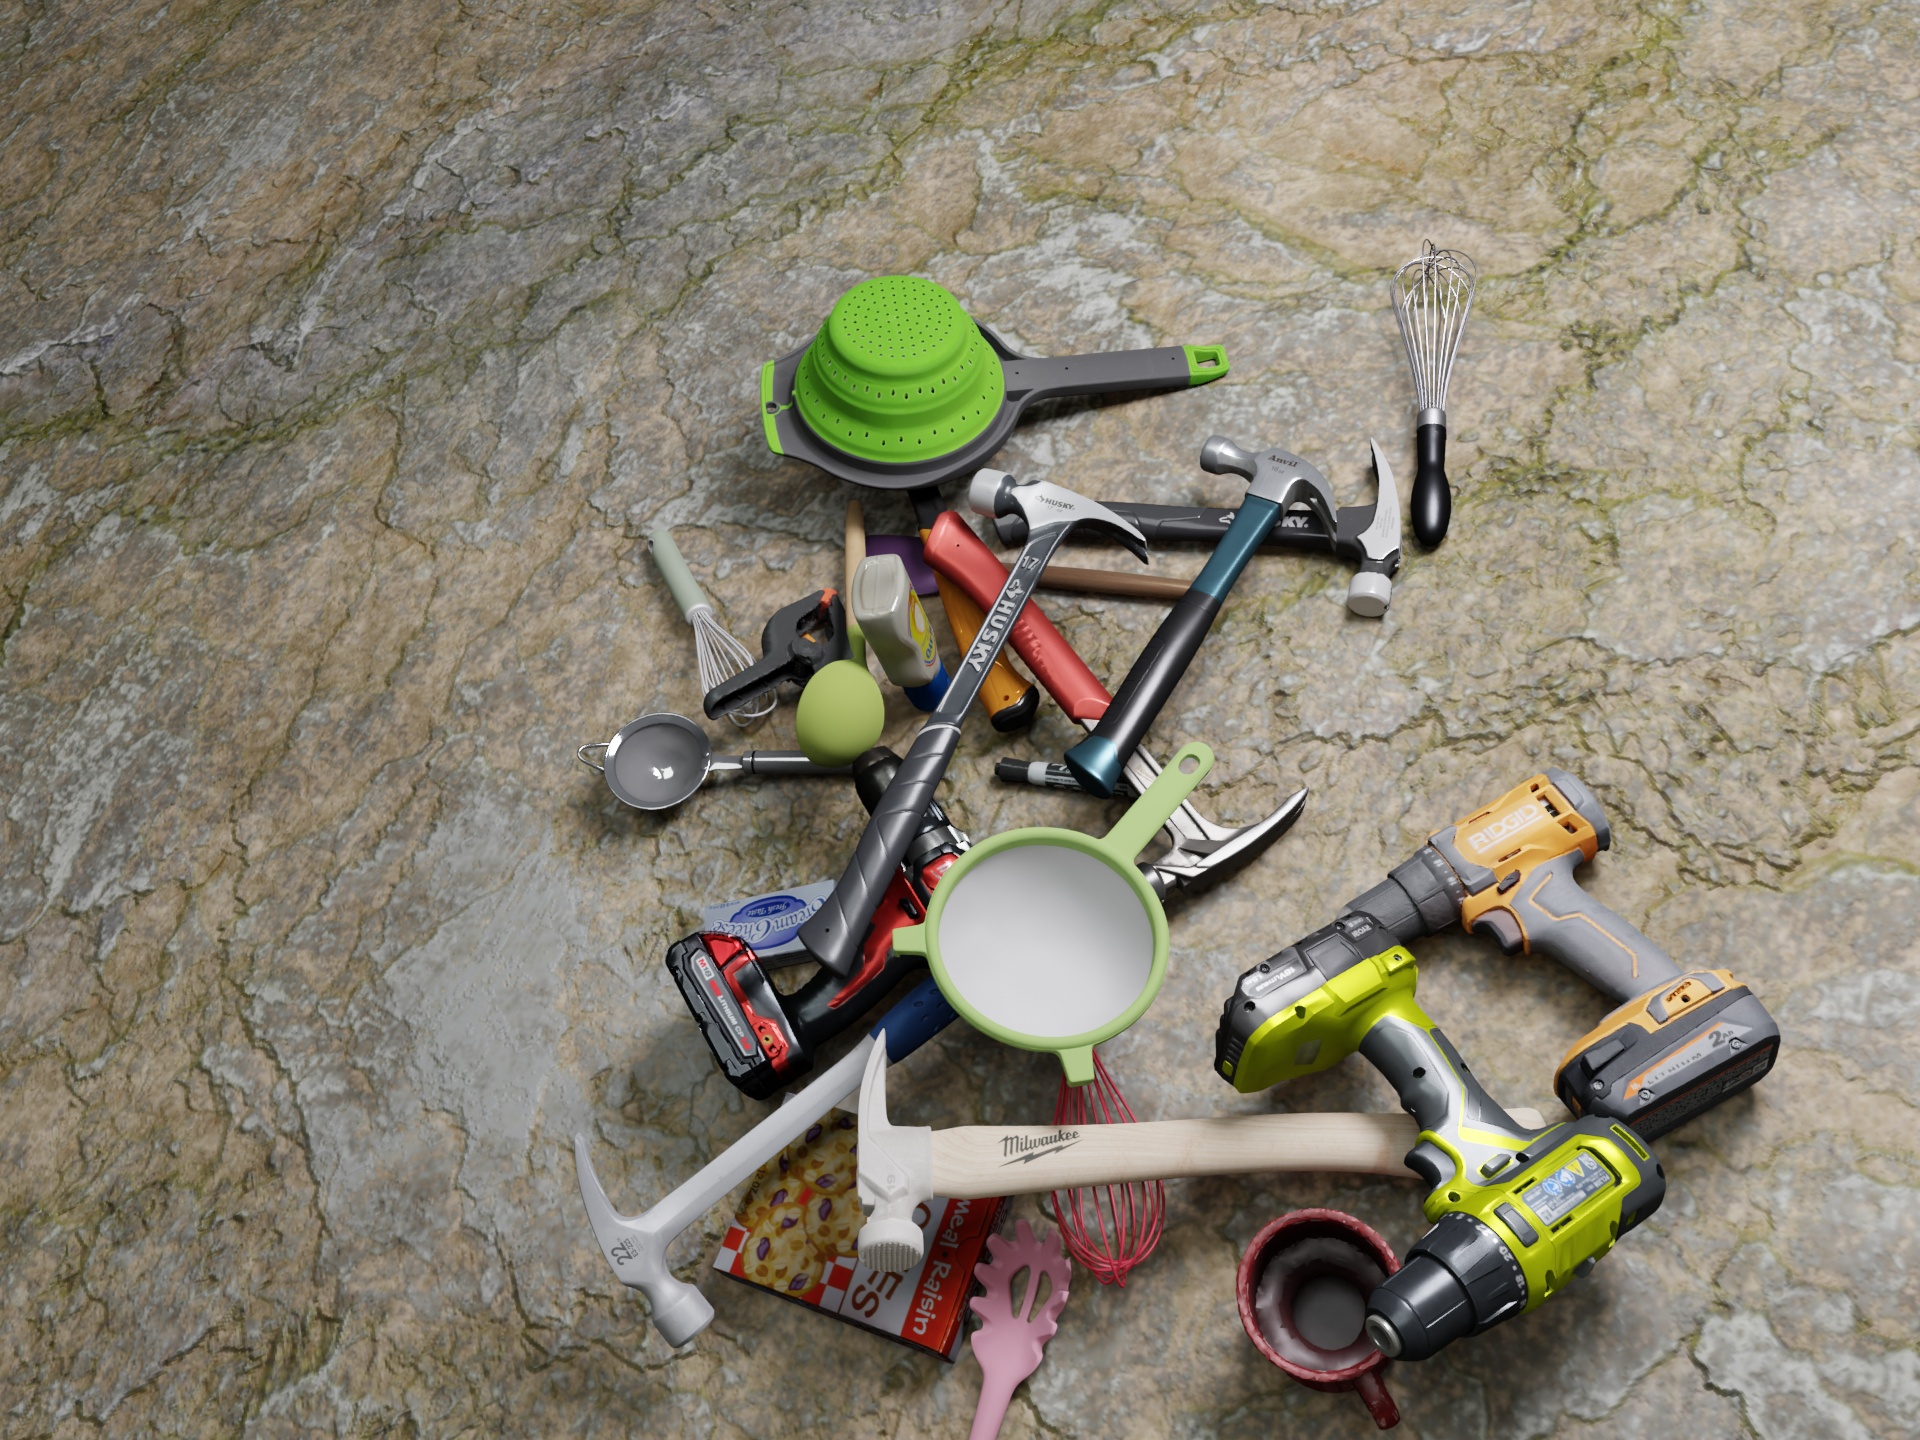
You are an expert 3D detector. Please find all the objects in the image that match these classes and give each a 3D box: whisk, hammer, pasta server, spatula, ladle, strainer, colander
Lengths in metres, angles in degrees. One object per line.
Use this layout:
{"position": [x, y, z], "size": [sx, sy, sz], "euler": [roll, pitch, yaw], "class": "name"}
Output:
{"position": [0.080, 0.223, 1.042], "size": [0.073, 0.073, 0.296], "euler": [-15, 50, 8], "class": "whisk"}
{"position": [-0.018, -0.129, 1.283], "size": [0.127, 0.034, 0.337], "euler": [-21, 58, 0], "class": "hammer"}
{"position": [-0.217, -0.084, 1.340], "size": [0.059, 0.057, 0.247], "euler": [-8, 46, -29], "class": "whisk"}
{"position": [0.371, -0.261, 1.252], "size": [0.070, 0.070, 0.285], "euler": [0, 64, 18], "class": "whisk"}
{"position": [0.143, 0.249, 0.957], "size": [0.410, 0.038, 0.146], "euler": [-2, 44, -2], "class": "hammer"}
{"position": [0.000, 0.455, 0.935], "size": [0.060, 0.040, 0.316], "euler": [11, 64, 21], "class": "pasta server"}
{"position": [-0.063, 0.215, 1.030], "size": [0.405, 0.035, 0.144], "euler": [-37, 90, -12], "class": "hammer"}
{"position": [-0.002, -0.004, 1.116], "size": [0.149, 0.036, 0.409], "euler": [17, 65, 22], "class": "hammer"}
{"position": [0.054, -0.116, 1.285], "size": [0.316, 0.018, 0.060], "euler": [7, 63, 23], "class": "spatula"}
{"position": [-0.094, -0.082, 1.257], "size": [0.062, 0.078, 0.320], "euler": [-15, 39, 8], "class": "ladle"}
{"position": [0.168, -0.078, 1.152], "size": [0.128, 0.033, 0.331], "euler": [22, 61, 25], "class": "hammer"}
{"position": [0.180, -0.161, 1.263], "size": [0.335, 0.035, 0.146], "euler": [5, 62, 21], "class": "hammer"}
{"position": [0.090, -0.030, 1.170], "size": [0.149, 0.036, 0.359], "euler": [-29, 62, -14], "class": "hammer"}
{"position": [-0.172, 0.035, 1.251], "size": [0.258, 0.050, 0.087], "euler": [0, 62, 11], "class": "strainer"}
{"position": [0.084, 0.113, 1.023], "size": [0.151, 0.069, 0.256], "euler": [34, 60, 18], "class": "strainer"}
{"position": [0.030, -0.304, 1.310], "size": [0.397, 0.094, 0.205], "euler": [-6, 58, -4], "class": "colander"}

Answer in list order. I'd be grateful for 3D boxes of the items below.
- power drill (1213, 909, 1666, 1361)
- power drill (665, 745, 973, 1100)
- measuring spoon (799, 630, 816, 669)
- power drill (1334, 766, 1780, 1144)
{"position": [0.249, 0.231, 0.896], "size": [0.190, 0.080, 0.229], "euler": [-23, 51, -25], "class": "power drill"}
{"position": [-0.089, 0.138, 1.110], "size": [0.226, 0.080, 0.188], "euler": [-29, 71, -9], "class": "power drill"}
{"position": [-0.119, -0.050, 1.306], "size": [0.021, 0.011, 0.117], "euler": [-30, 57, -21], "class": "measuring spoon"}
{"position": [0.359, 0.153, 0.985], "size": [0.185, 0.084, 0.226], "euler": [-29, 51, -1], "class": "power drill"}
